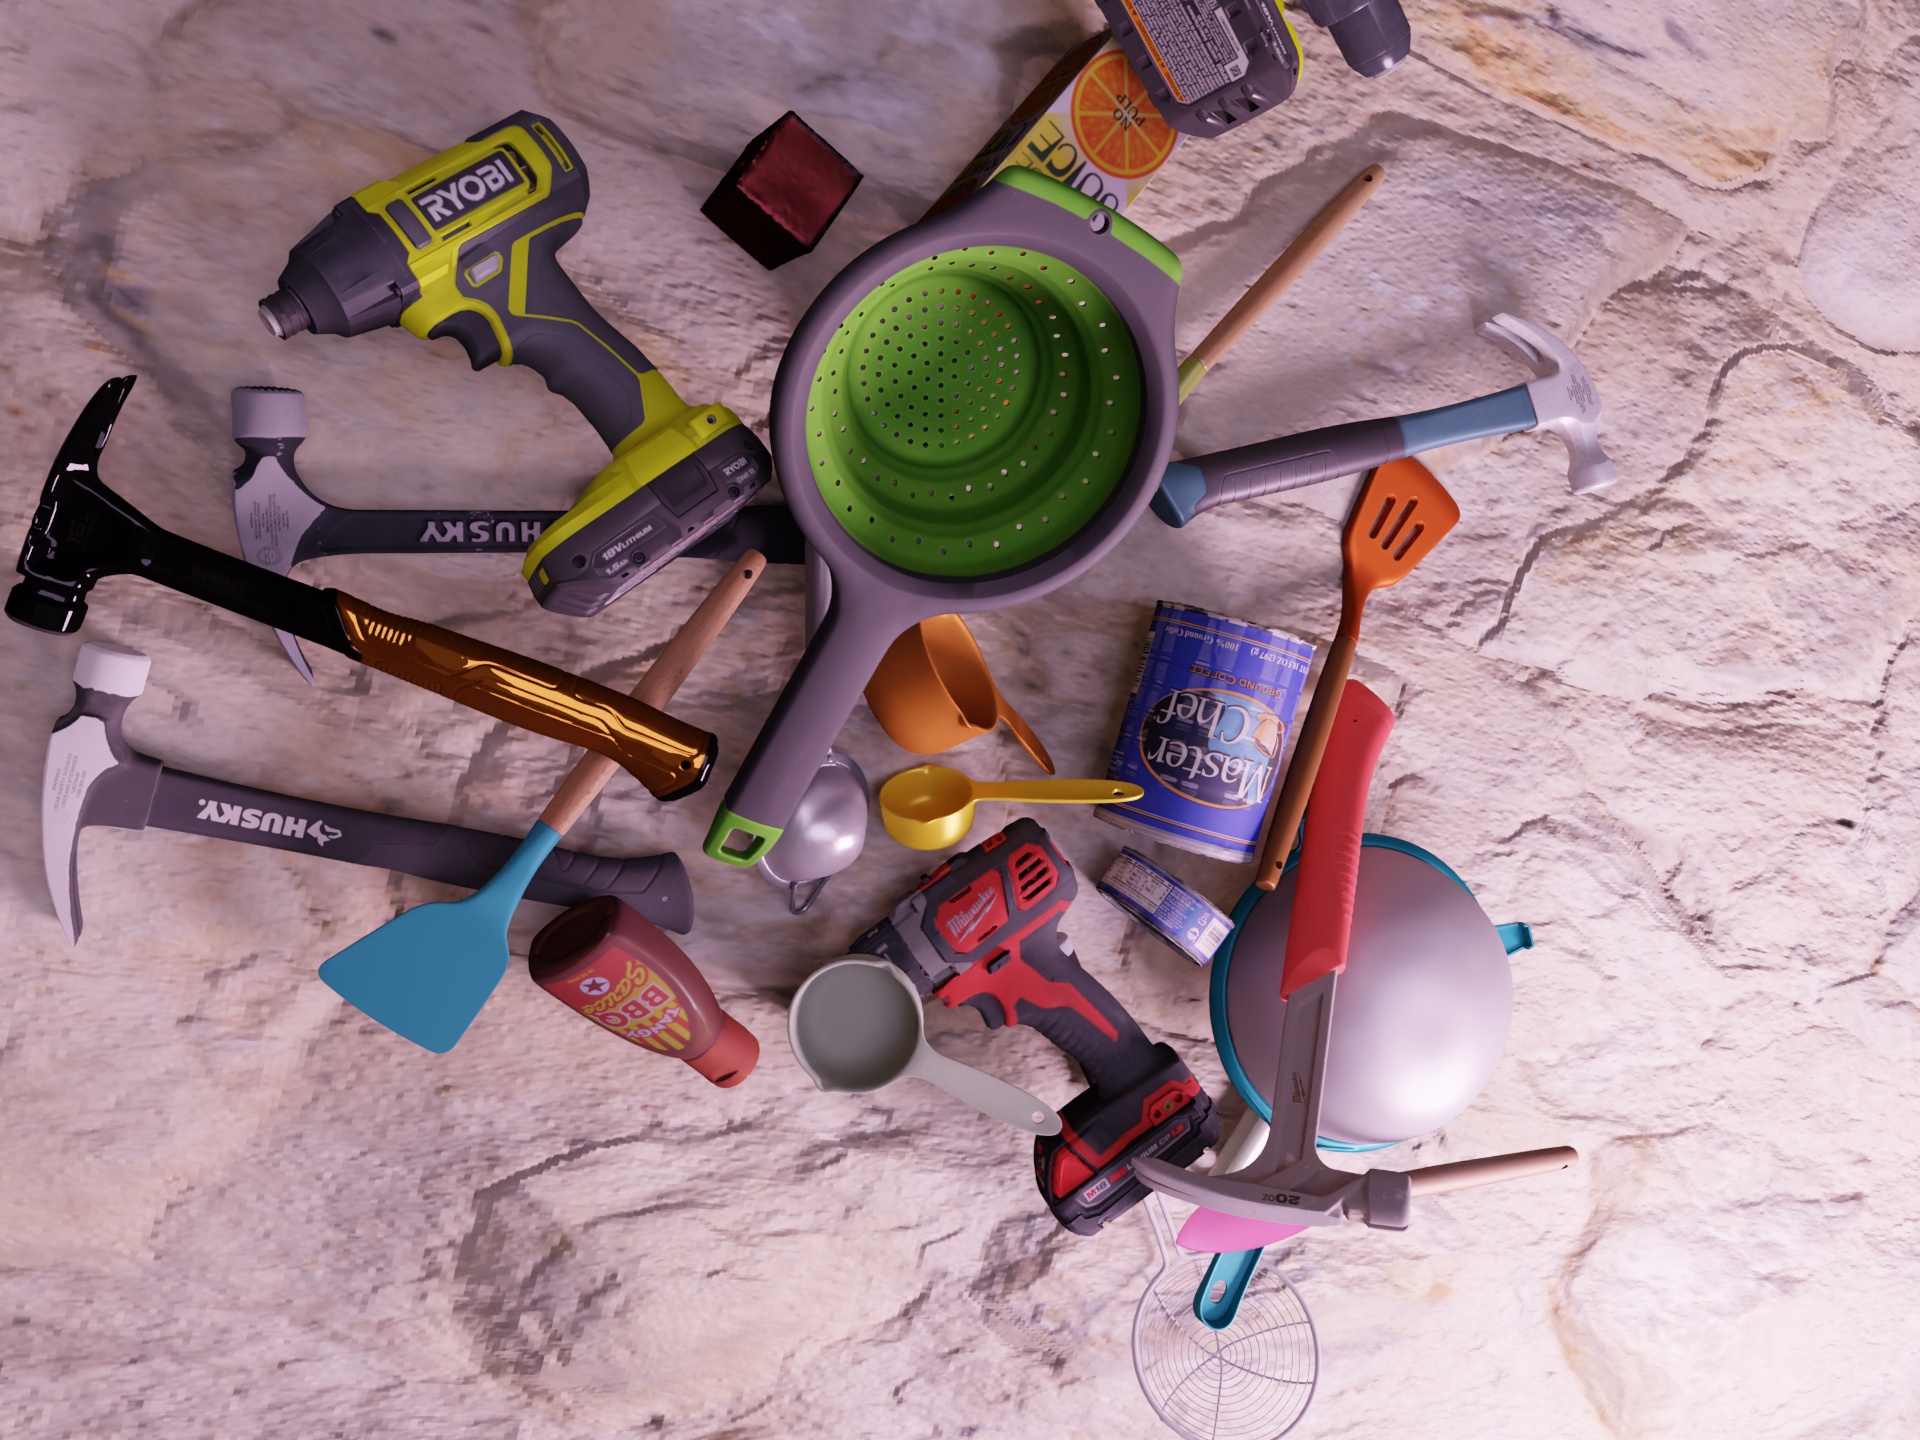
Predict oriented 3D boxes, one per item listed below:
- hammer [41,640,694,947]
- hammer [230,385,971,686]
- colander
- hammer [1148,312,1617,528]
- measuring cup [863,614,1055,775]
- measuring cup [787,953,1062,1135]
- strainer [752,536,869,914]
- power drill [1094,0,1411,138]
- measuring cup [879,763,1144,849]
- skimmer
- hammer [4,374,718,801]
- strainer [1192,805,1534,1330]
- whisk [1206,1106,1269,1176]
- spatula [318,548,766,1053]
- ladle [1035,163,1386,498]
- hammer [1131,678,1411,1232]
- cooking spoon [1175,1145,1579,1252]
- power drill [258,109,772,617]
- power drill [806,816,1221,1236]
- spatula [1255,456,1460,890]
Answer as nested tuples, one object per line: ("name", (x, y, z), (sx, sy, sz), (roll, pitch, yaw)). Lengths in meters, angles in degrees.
("hammer", (-0.301, 0.071, 0.842), (0.334, 0.035, 0.146), (15, 92, -24))
("hammer", (-0.173, -0.098, 0.868), (0.408, 0.036, 0.149), (-2, 101, -23))
("colander", (-0.040, -0.099, 0.836), (0.204, 0.095, 0.397), (22, 112, -26))
("hammer", (0.270, -0.179, 1.028), (0.331, 0.033, 0.128), (-15, 88, -16))
("measuring cup", (-0.001, -0.003, 0.944), (0.052, 0.095, 0.173), (-24, 140, 18))
("measuring cup", (-0.018, 0.190, 0.905), (0.167, 0.038, 0.083), (27, 93, -1))
("strainer", (-0.078, -0.004, 0.900), (0.087, 0.050, 0.258), (-14, 111, -43))
("power drill", (0.175, -0.425, 0.901), (0.190, 0.080, 0.229), (55, 49, -20))
("measuring cup", (0.030, 0.053, 0.944), (0.156, 0.062, 0.029), (-1, 122, 1))
("skimmer", (0.132, 0.305, 1.030), (0.127, 0.090, 0.363), (-26, 107, -13))
("hammer", (-0.276, -0.045, 0.784), (0.336, 0.034, 0.127), (23, 99, -14))
("strainer", (0.243, 0.235, 1.003), (0.211, 0.095, 0.340), (30, 81, -12))
("whisk", (0.241, 0.222, 1.088), (0.246, 0.059, 0.057), (-57, 155, 0))
("spatula", (-0.206, 0.033, 0.846), (0.082, 0.044, 0.317), (41, 77, -23))
("ladle", (0.163, -0.242, 0.974), (0.078, 0.062, 0.320), (40, 77, 12))
("hammer", (0.207, 0.124, 0.958), (0.036, 0.149, 0.359), (75, 26, -51))
("cooking spoon", (0.268, 0.289, 0.986), (0.318, 0.017, 0.068), (1, 129, -28))
("power drill", (-0.214, -0.169, 0.787), (0.171, 0.080, 0.223), (-40, 97, -24))
("power drill", (0.028, 0.195, 0.958), (0.188, 0.080, 0.226), (-35, 95, -4))
("spatula", (0.246, -0.033, 1.017), (0.081, 0.041, 0.323), (37, 60, -22))
